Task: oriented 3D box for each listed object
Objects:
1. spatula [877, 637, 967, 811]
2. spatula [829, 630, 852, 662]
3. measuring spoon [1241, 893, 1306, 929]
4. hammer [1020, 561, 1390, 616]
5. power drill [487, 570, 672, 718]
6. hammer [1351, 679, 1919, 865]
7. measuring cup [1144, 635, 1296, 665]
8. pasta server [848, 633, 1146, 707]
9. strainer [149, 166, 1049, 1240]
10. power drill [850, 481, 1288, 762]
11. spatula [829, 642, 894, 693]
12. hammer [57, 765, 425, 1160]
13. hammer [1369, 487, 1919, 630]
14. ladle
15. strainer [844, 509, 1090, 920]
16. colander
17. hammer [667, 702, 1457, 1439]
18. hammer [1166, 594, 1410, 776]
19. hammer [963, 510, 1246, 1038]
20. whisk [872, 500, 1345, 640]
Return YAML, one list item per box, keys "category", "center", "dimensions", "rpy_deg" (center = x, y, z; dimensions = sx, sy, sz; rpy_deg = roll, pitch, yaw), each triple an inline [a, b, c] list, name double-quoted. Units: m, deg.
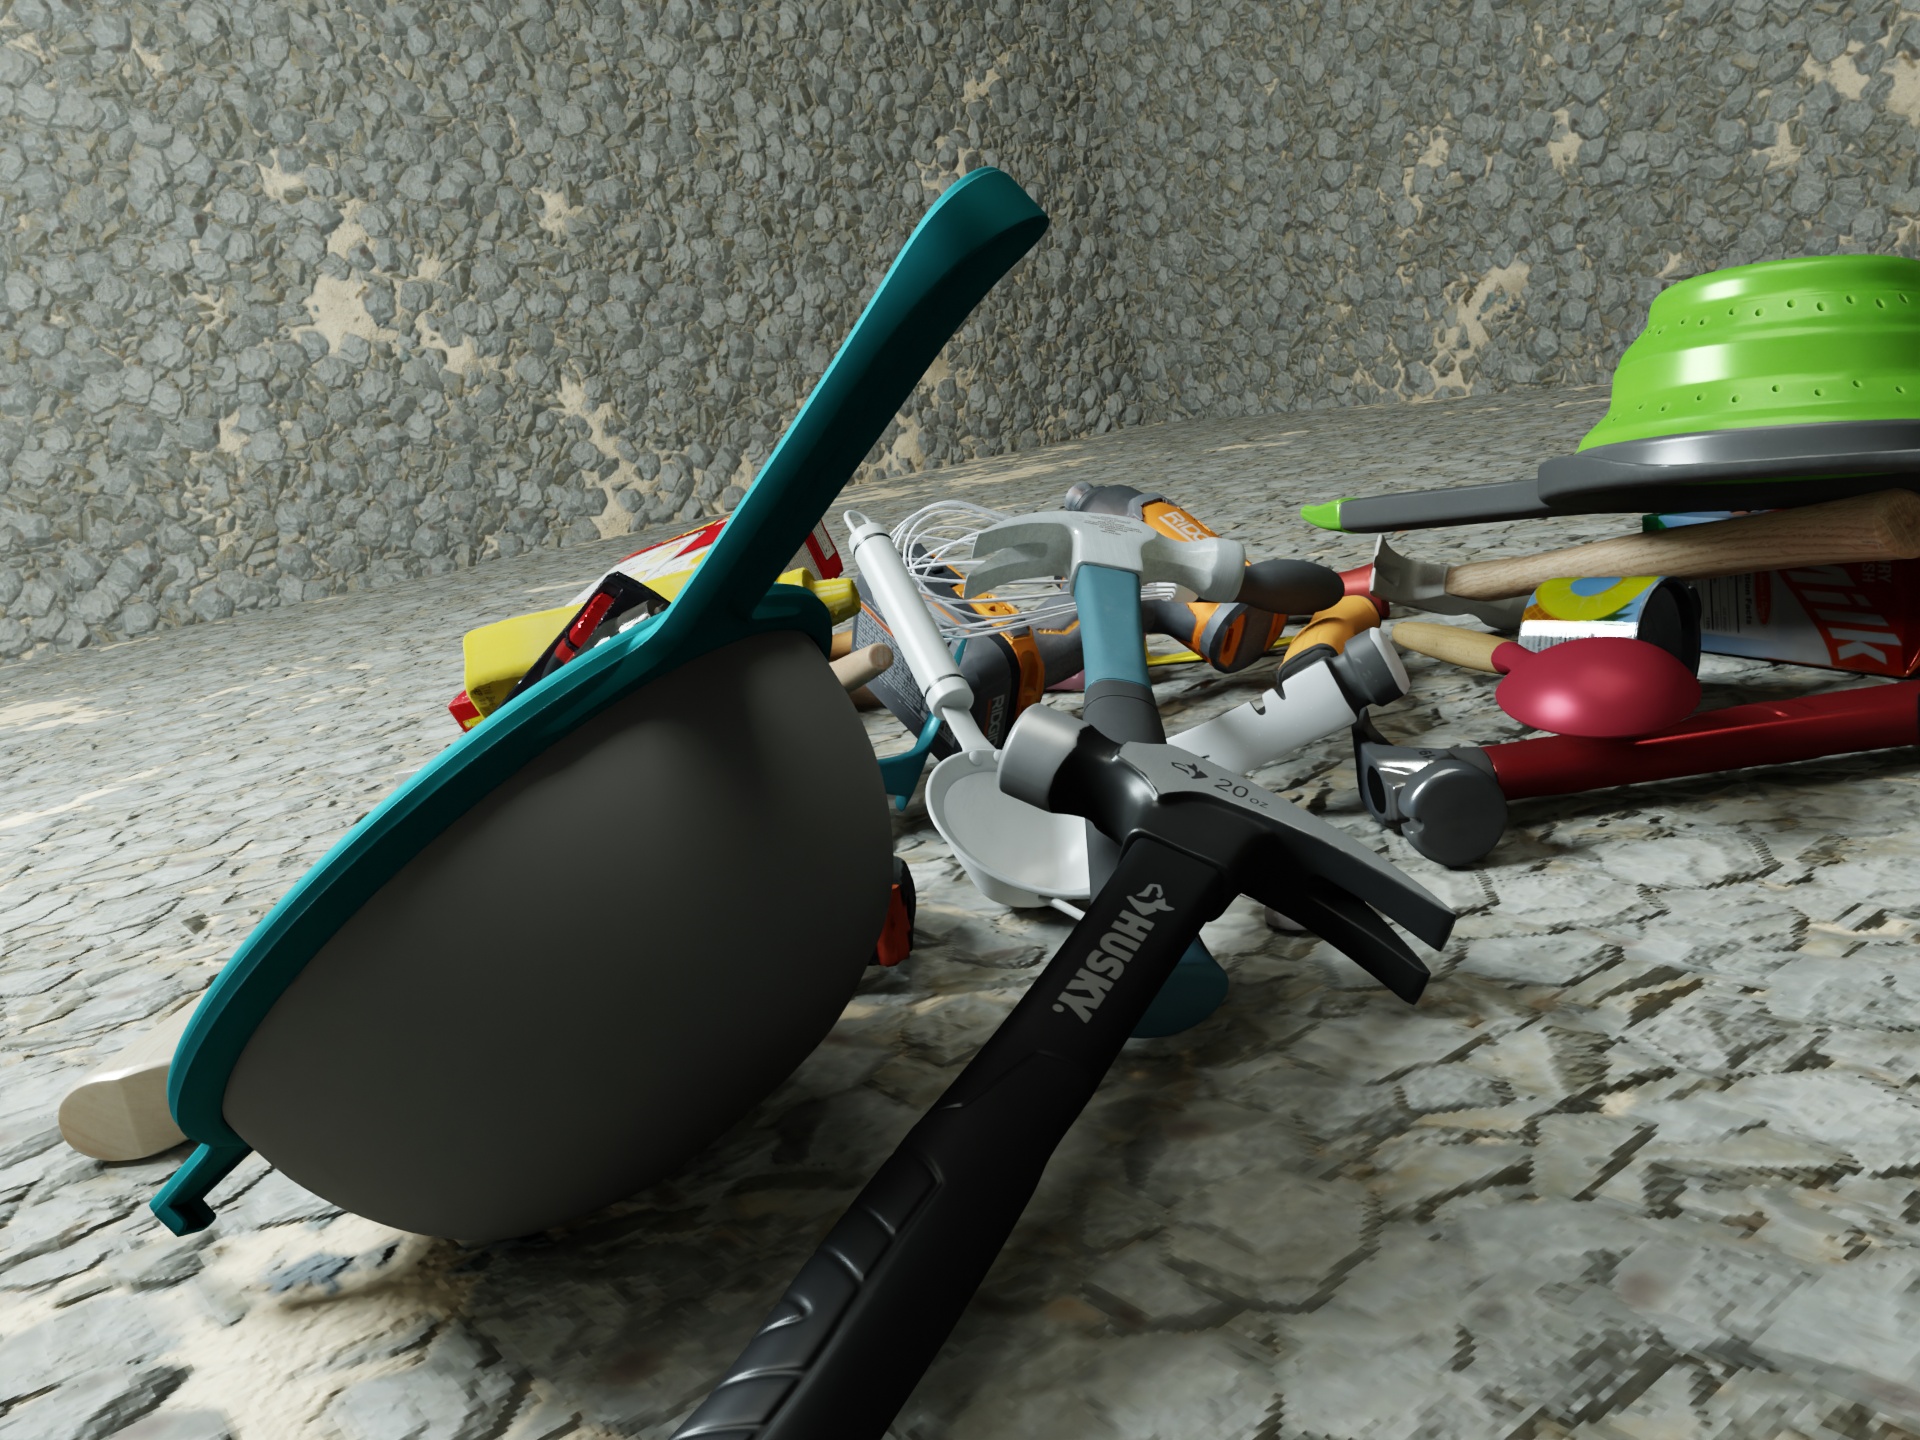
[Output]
- category: "spatula"
  center: [-0.073, 0.024, 0.629]
  dimensions: [0.044, 0.082, 0.317]
  rpy_deg: [33, 22, 22]
- category: "spatula"
  center: [-0.170, -0.036, 1.065]
  dimensions: [0.322, 0.041, 0.081]
  rpy_deg: [-11, 21, 39]
- category: "measuring spoon"
  center: [0.108, 0.054, 0.600]
  dimensions: [0.034, 0.018, 0.124]
  rpy_deg: [-14, 13, -18]
- category: "hammer"
  center: [0.116, -0.076, 1.116]
  dimensions: [0.359, 0.036, 0.149]
  rpy_deg: [-3, 14, 28]
- category: "power drill"
  center: [-0.154, 0.008, 0.645]
  dimensions: [0.188, 0.080, 0.227]
  rpy_deg: [-47, 10, 15]
- category: "hammer"
  center: [0.356, -0.004, 0.636]
  dimensions: [0.386, 0.038, 0.143]
  rpy_deg: [-8, 11, 4]
- category: "measuring cup"
  center: [0.139, -0.053, 1.011]
  dimensions: [0.156, 0.029, 0.062]
  rpy_deg: [-7, 13, 19]
- category: "pasta server"
  center: [-0.033, -0.028, 1.011]
  dimensions: [0.316, 0.040, 0.060]
  rpy_deg: [-6, 23, 17]
- category: "strainer"
  center: [-0.055, 0.031, 0.384]
  dimensions: [0.211, 0.095, 0.340]
  rpy_deg: [-33, -12, -50]
- category: "power drill"
  center: [0.052, -0.069, 0.899]
  dimensions: [0.226, 0.084, 0.164]
  rpy_deg: [-21, 47, -30]
- category: "spatula"
  center: [-0.098, -0.004, 0.836]
  dimensions: [0.059, 0.018, 0.316]
  rpy_deg: [-16, -2, -25]
- category: "hammer"
  center: [-0.266, 0.080, 0.710]
  dimensions: [0.146, 0.038, 0.411]
  rpy_deg: [-9, 13, 8]
- category: "hammer"
  center: [0.321, -0.078, 0.788]
  dimensions: [0.130, 0.031, 0.331]
  rpy_deg: [8, -3, -19]
- category: "ladle"
  center: [0.237, -0.029, 0.707]
  dimensions: [0.069, 0.031, 0.315]
  rpy_deg: [-11, 7, 2]
- category: "strainer"
  center: [-0.001, -0.002, 0.657]
  dimensions: [0.086, 0.050, 0.259]
  rpy_deg: [1, 45, -33]
- category: "colander"
  center: [0.313, -0.146, 0.755]
  dimensions: [0.204, 0.094, 0.397]
  rpy_deg: [-3, 3, -33]
- category: "hammer"
  center: [0.017, 0.094, 0.375]
  dimensions: [0.146, 0.035, 0.335]
  rpy_deg: [24, 32, 17]
- category: "hammer"
  center: [0.173, -0.025, 0.813]
  dimensions: [0.127, 0.034, 0.337]
  rpy_deg: [-29, 0, 21]
- category: "hammer"
  center: [0.064, 0.000, 0.612]
  dimensions: [0.128, 0.033, 0.331]
  rpy_deg: [10, 32, -4]
- category: "whisk"
  center: [0.085, -0.073, 0.808]
  dimensions: [0.284, 0.070, 0.070]
  rpy_deg: [0, 7, -28]
